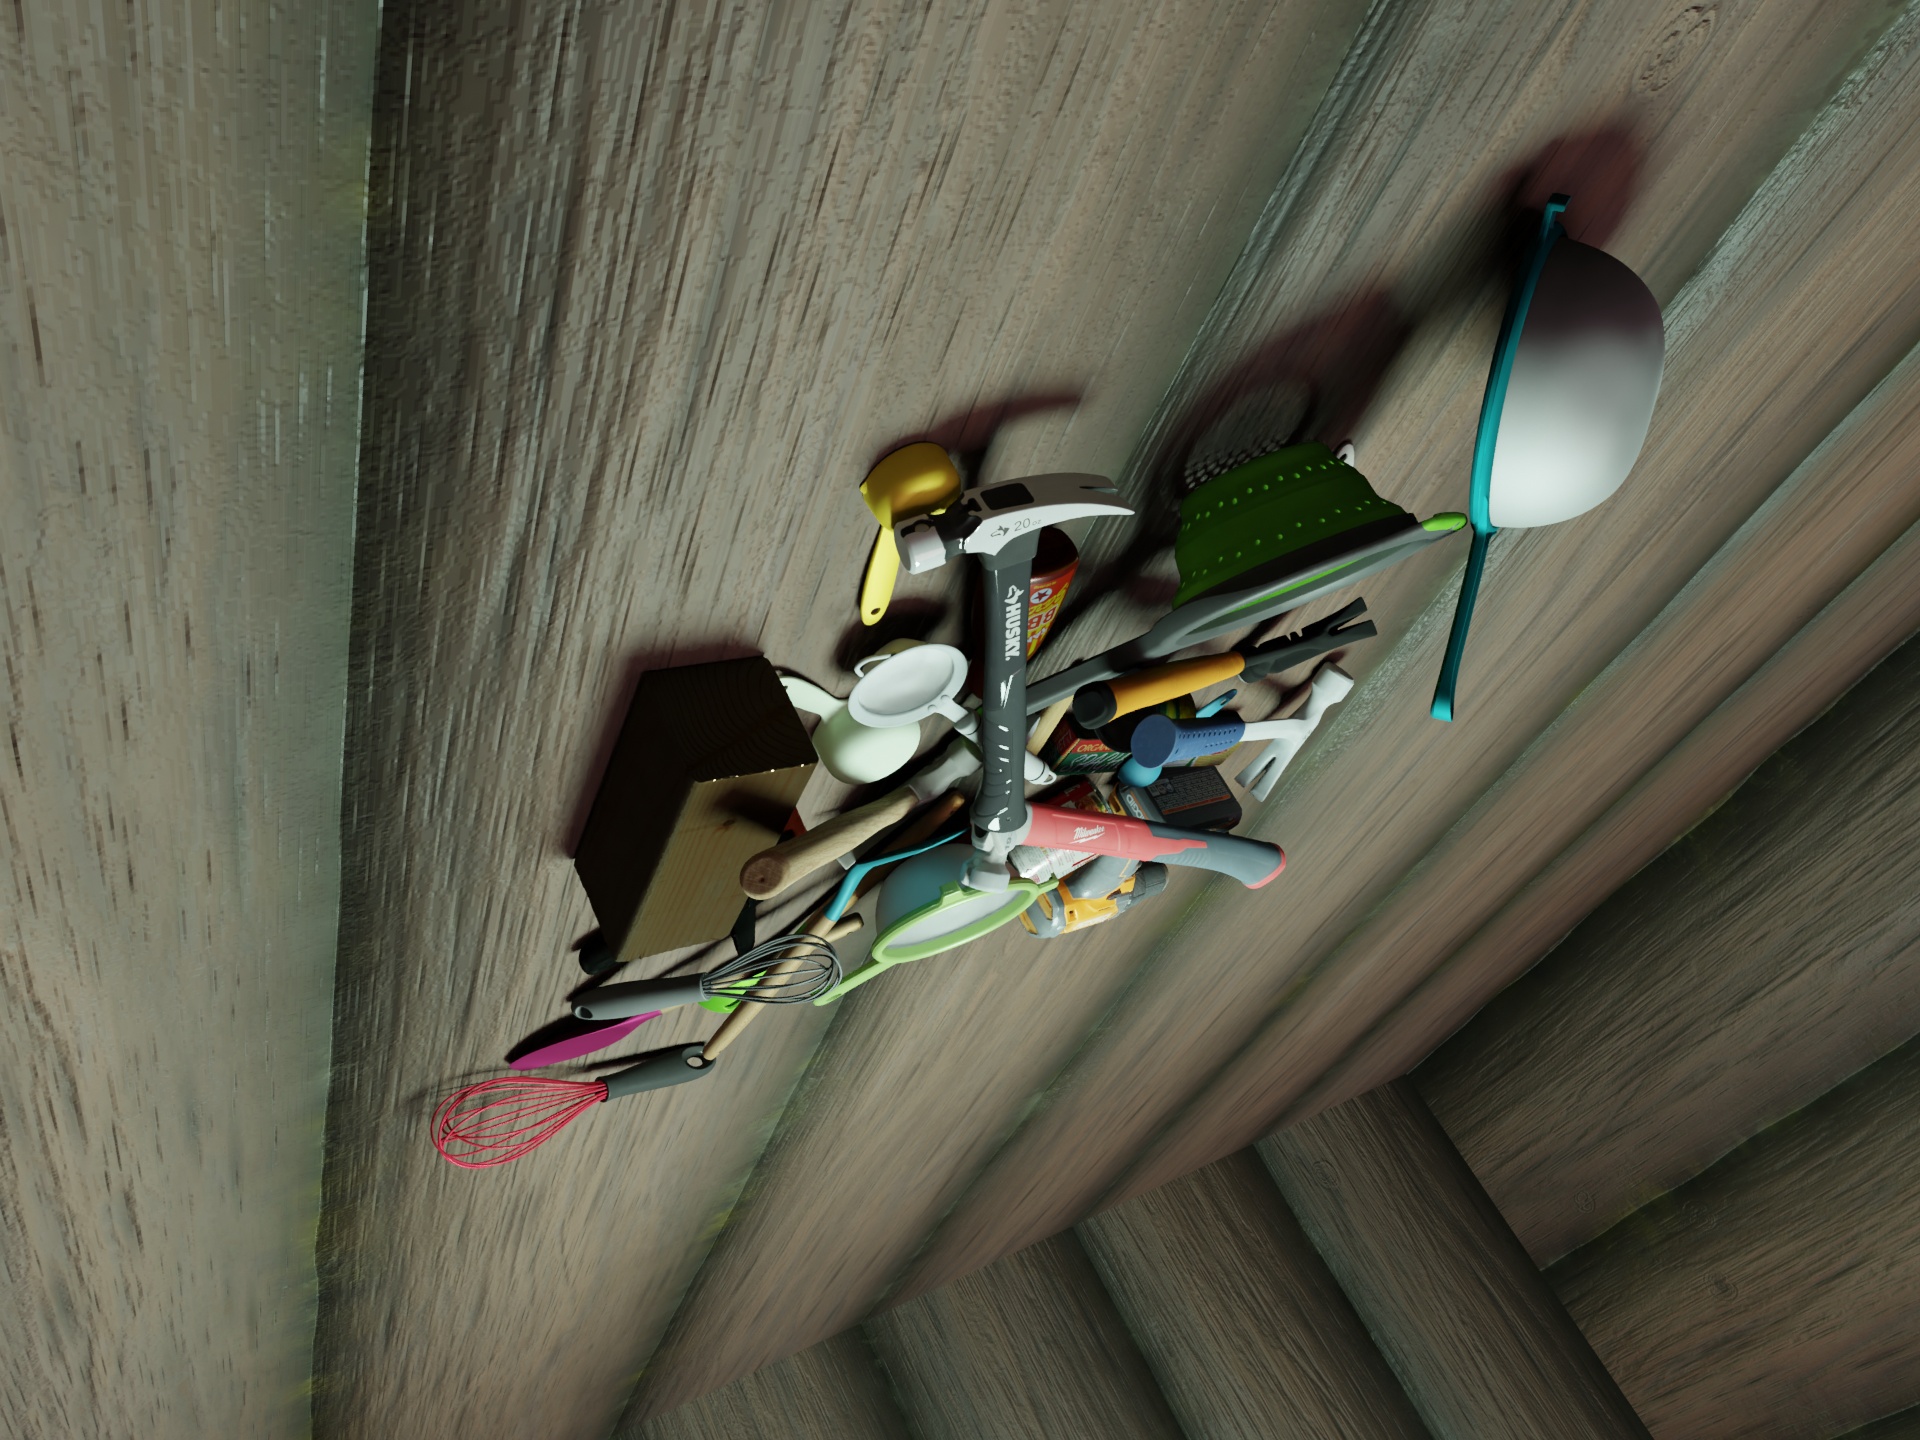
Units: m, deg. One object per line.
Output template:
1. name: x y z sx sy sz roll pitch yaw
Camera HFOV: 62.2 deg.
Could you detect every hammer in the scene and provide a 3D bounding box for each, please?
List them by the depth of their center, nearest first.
1. hammer: 0.035 -0.031 1.061 0.146 0.035 0.334 -20 144 -14
2. hammer: -0.078 0.077 1.116 0.130 0.031 0.331 -38 176 16
3. hammer: 0.197 -0.040 1.218 0.127 0.034 0.337 -24 174 39
4. hammer: 0.231 0.015 1.342 0.144 0.035 0.405 -56 158 18
5. hammer: 0.158 0.087 1.355 0.386 0.038 0.143 11 95 -44

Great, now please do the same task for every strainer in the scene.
1. strainer: 0.396 -0.157 1.056 0.211 0.095 0.340 21 83 -66
2. strainer: -0.002 -0.004 1.133 0.087 0.050 0.258 -36 140 16
3. strainer: -0.050 0.169 1.370 0.256 0.069 0.151 -35 158 33

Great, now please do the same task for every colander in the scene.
1. colander: 0.151 -0.100 1.135 0.397 0.094 0.204 -24 174 28

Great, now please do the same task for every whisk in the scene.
1. whisk: -0.204 0.209 1.258 0.239 0.055 0.055 -12 158 16
2. whisk: -0.330 0.329 1.393 0.295 0.073 0.073 -6 145 -49

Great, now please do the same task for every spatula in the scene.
1. spatula: -0.114 0.182 1.287 0.317 0.044 0.082 -49 167 24

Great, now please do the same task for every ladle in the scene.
1. ladle: 0.032 0.062 1.345 0.069 0.031 0.315 -6 142 -37

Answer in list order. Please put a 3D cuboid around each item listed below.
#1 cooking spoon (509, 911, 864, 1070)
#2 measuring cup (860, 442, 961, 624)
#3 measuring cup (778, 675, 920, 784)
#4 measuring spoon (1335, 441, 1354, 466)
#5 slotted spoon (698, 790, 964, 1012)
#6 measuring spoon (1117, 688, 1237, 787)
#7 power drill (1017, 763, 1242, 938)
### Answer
1. cooking spoon: -0.229 0.229 1.332 0.319 0.017 0.068 -23 159 1
2. measuring cup: -0.037 -0.104 0.979 0.062 0.029 0.156 -16 147 -27
3. measuring cup: -0.083 0.005 1.109 0.083 0.038 0.167 -37 155 12
4. measuring spoon: 0.284 -0.171 1.224 0.034 0.018 0.124 -24 146 -15
5. slotted spoon: -0.111 0.162 1.368 0.313 0.031 0.070 -42 157 18
6. measuring spoon: 0.191 0.019 1.370 0.128 0.021 0.042 -40 152 16
7. power drill: 0.177 0.126 1.550 0.185 0.084 0.226 -10 150 -40
